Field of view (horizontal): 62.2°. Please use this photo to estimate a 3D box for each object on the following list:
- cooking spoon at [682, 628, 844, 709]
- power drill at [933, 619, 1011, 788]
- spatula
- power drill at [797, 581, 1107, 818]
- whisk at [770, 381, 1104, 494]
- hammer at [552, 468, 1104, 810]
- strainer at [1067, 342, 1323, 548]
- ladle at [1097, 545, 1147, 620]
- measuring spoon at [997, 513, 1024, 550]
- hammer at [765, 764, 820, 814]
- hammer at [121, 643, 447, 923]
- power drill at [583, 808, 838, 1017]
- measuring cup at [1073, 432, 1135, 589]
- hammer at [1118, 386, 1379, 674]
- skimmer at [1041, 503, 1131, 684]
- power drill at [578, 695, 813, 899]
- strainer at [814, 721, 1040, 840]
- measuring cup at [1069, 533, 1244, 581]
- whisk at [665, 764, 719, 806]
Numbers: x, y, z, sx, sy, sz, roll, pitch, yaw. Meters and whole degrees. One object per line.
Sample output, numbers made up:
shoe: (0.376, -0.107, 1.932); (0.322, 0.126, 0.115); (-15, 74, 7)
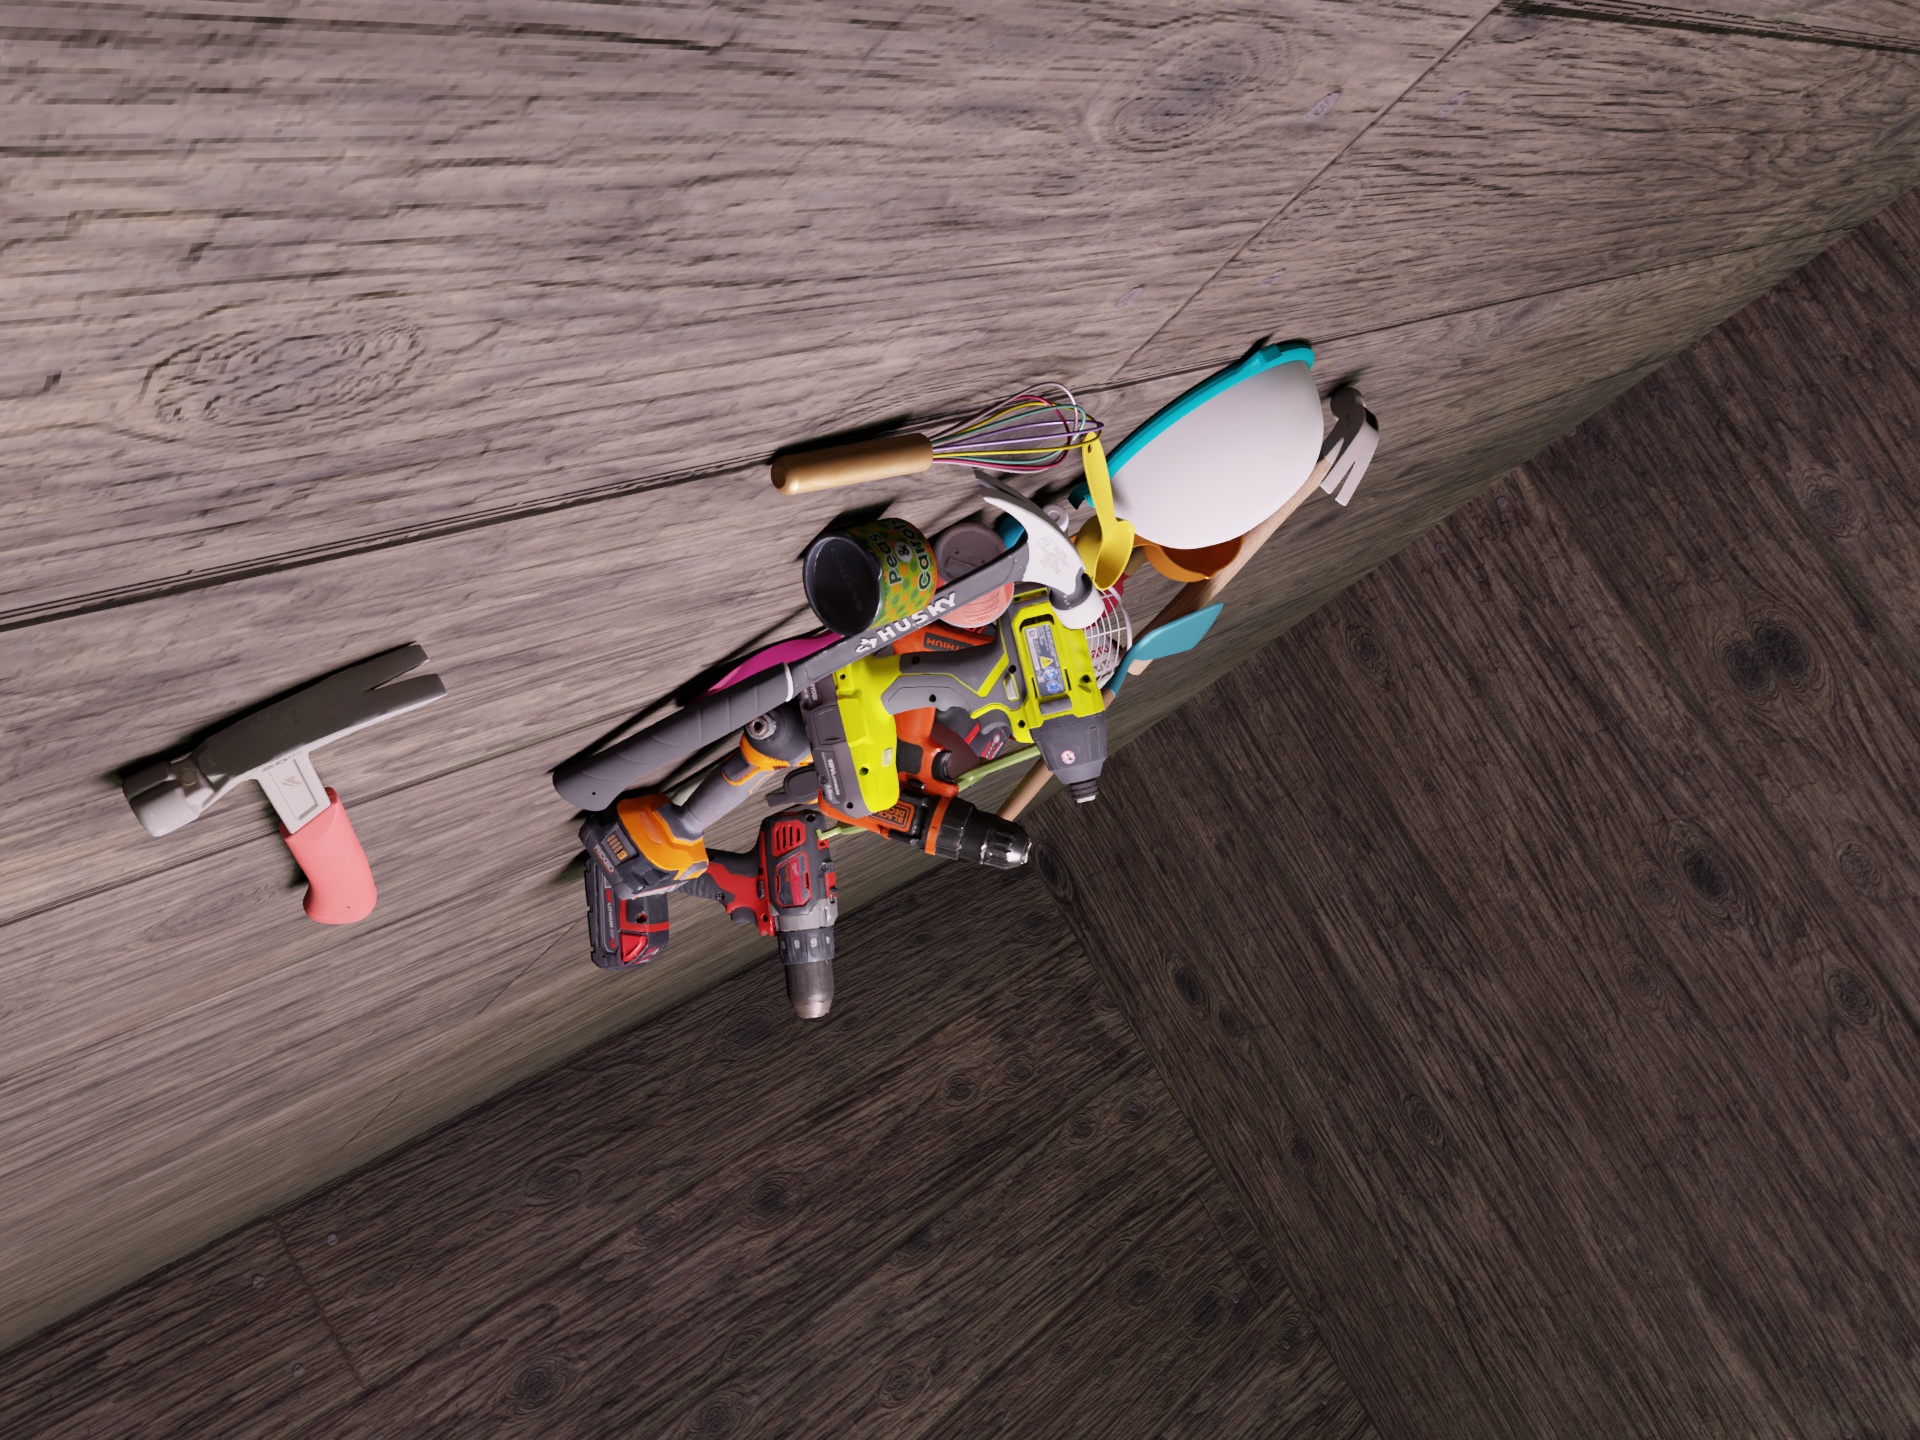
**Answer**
cooking spoon: (-0.072, -0.077, 1.214); (0.319, 0.017, 0.068); (-30, 169, -19)
power drill: (0.017, -0.017, 1.462); (0.078, 0.143, 0.219); (-54, -178, -22)
spatula: (0.127, -0.002, 1.427); (0.317, 0.044, 0.082); (-48, 171, -28)
power drill: (-0.002, -0.004, 1.231); (0.223, 0.171, 0.080); (-13, -179, 16)
whisk: (-0.009, -0.157, 0.909); (0.245, 0.047, 0.051); (-18, 167, -40)
hammer: (-0.108, -0.038, 1.117); (0.409, 0.036, 0.149); (-26, 136, 10)
strainer: (0.238, -0.204, 1.320); (0.211, 0.095, 0.340); (-35, 170, 24)
ladle: (0.178, -0.164, 1.592); (0.069, 0.031, 0.315); (-28, 170, -26)
measuring spoon: (0.027, -0.120, 1.238); (0.042, 0.021, 0.128); (-49, 172, -39)
hammer: (-0.146, 0.068, 1.563); (0.127, 0.034, 0.337); (-18, 177, -1)
hammer: (-0.360, 0.058, 0.913); (0.149, 0.037, 0.359); (-28, 171, -21)
power drill: (-0.221, 0.184, 1.461); (0.226, 0.188, 0.080); (-7, 176, 10)
measuring cup: (0.097, -0.160, 1.180); (0.062, 0.029, 0.156); (-53, 148, -23)
hammer: (0.263, -0.161, 1.480); (0.331, 0.031, 0.130); (-48, -161, 27)
skimmer: (0.106, -0.100, 1.352); (0.363, 0.090, 0.127); (77, 35, -76)
power drill: (-0.202, 0.054, 1.322); (0.226, 0.084, 0.164); (-37, 171, 9)
strainer: (-0.013, 0.027, 1.394); (0.256, 0.069, 0.151); (-22, -175, 36)
measuring cup: (0.167, -0.162, 1.432); (0.173, 0.095, 0.052); (-10, 174, -12)
whisk: (-0.160, 0.025, 1.423); (0.246, 0.059, 0.058); (-28, -160, 1)
